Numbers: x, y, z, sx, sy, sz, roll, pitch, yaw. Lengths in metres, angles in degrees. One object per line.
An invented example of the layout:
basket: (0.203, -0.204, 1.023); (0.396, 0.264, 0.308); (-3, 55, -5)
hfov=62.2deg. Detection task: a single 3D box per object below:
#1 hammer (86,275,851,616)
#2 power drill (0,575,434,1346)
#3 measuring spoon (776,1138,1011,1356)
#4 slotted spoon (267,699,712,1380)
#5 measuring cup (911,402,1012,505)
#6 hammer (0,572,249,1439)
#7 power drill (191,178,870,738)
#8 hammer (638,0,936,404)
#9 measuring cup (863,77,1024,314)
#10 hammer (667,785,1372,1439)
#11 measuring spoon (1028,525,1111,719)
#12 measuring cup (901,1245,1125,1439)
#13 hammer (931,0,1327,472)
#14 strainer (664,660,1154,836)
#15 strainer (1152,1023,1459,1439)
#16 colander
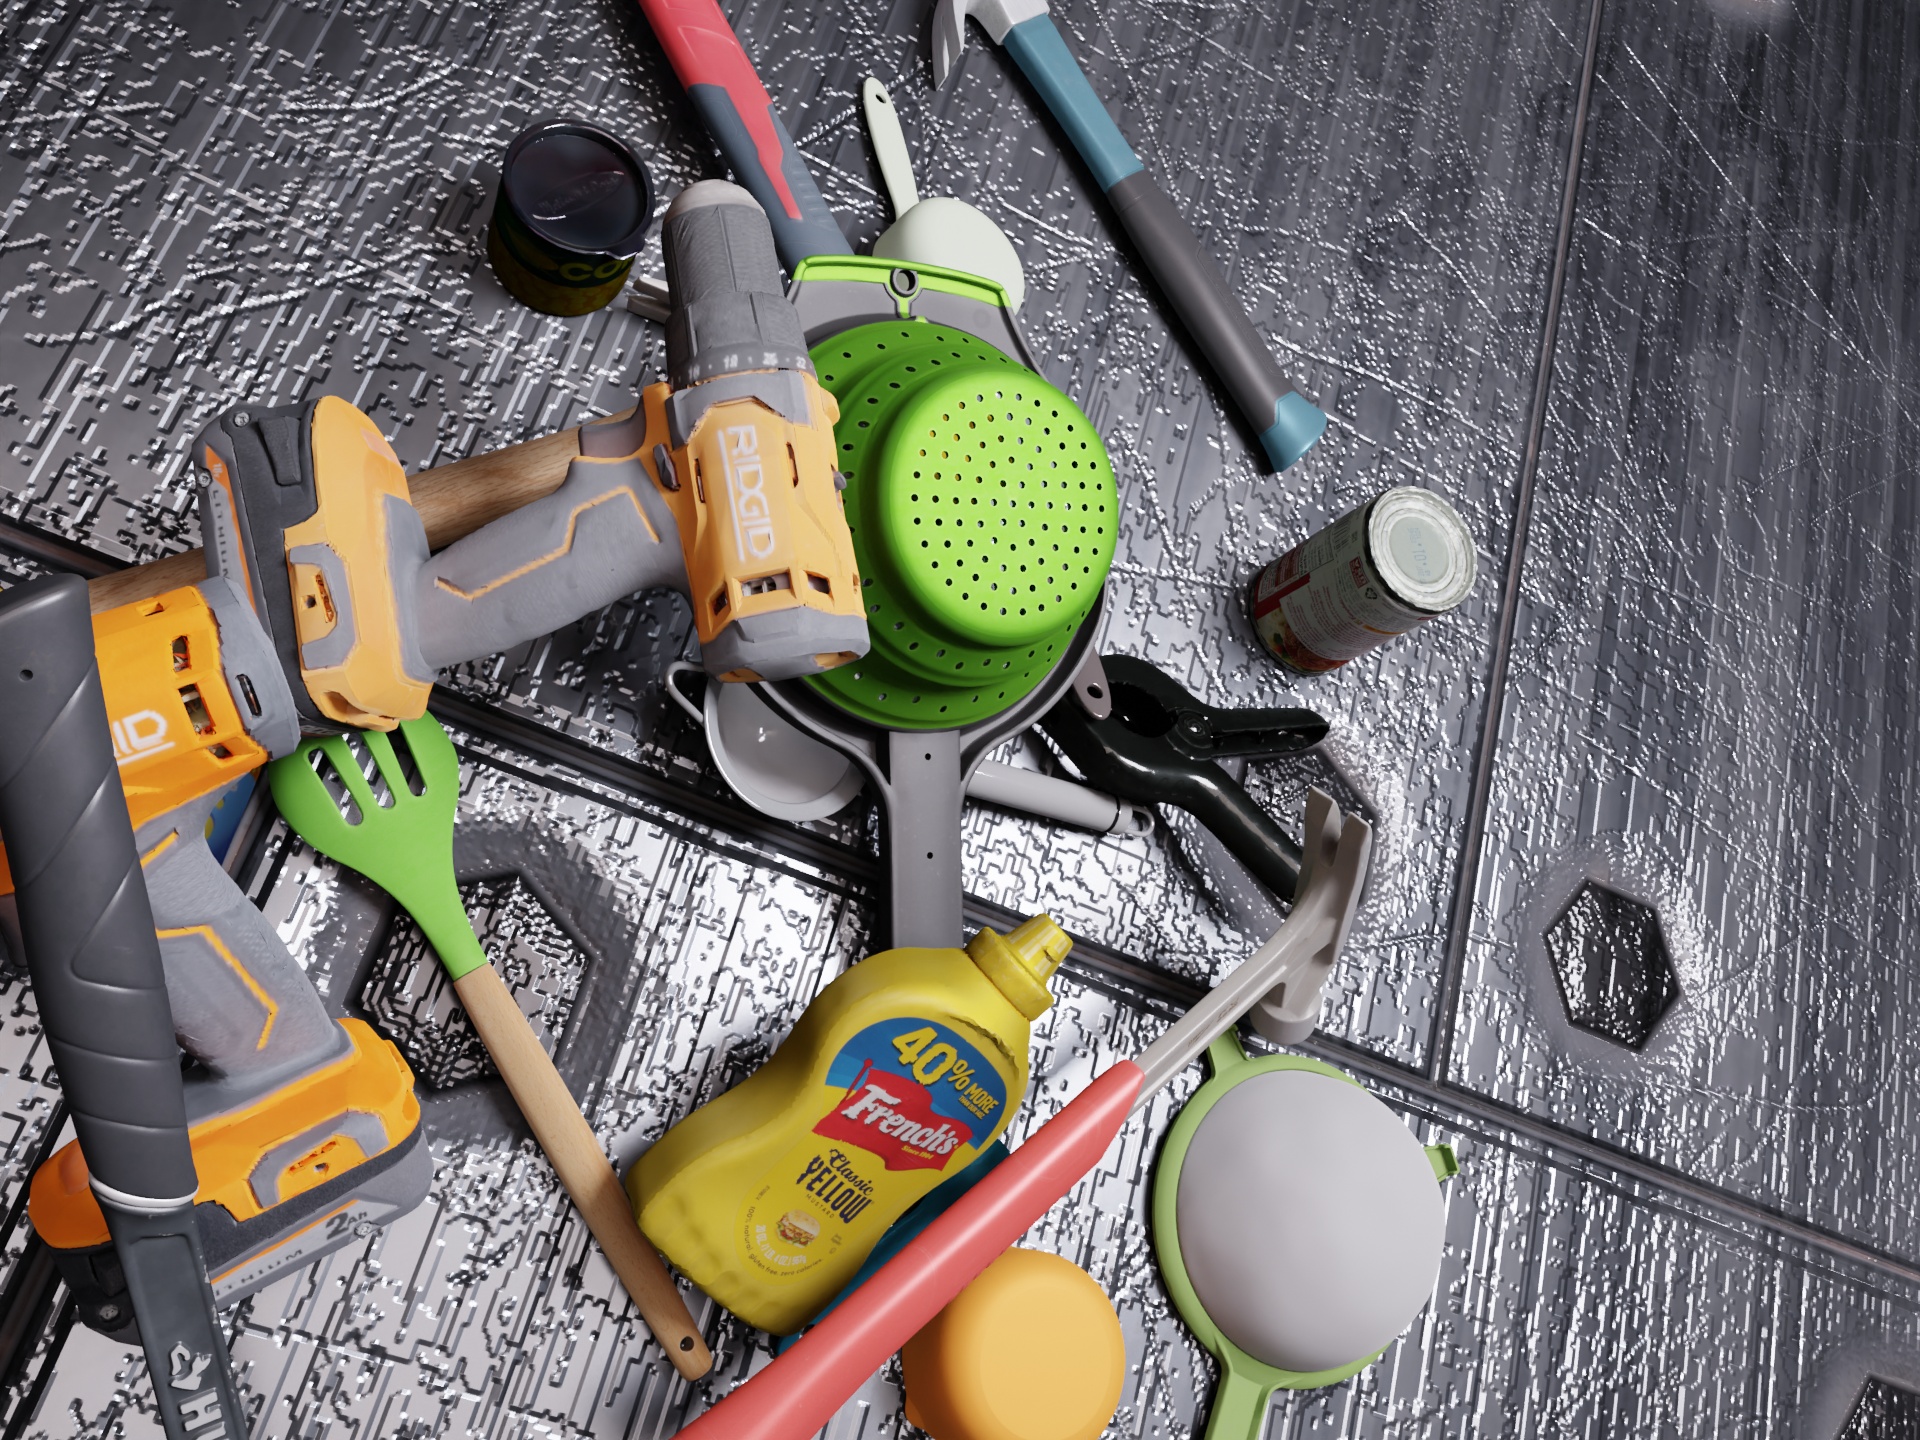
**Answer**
hammer: (-0.206, -0.100, 0.681); (0.331, 0.031, 0.130); (-26, 86, -27)
power drill: (-0.276, 0.083, 0.511); (0.164, 0.084, 0.226); (-23, 118, -28)
measuring spoon: (-0.022, 0.224, 0.663); (0.128, 0.021, 0.042); (-37, 120, -24)
slotted spoon: (-0.179, 0.121, 0.630); (0.070, 0.031, 0.314); (-29, 89, -26)
measuring cup: (-0.029, -0.167, 0.787); (0.062, 0.029, 0.157); (-22, 73, -30)
hammer: (-0.240, 0.158, 0.487); (0.149, 0.036, 0.408); (-14, 110, -30)
power drill: (-0.156, -0.093, 0.588); (0.226, 0.084, 0.185); (-10, 84, 3)
hammer: (-0.122, -0.290, 0.754); (0.143, 0.038, 0.386); (-23, 80, -26)
measuring cup: (-0.015, -0.265, 0.802); (0.083, 0.038, 0.168); (-2, 69, -42)
hammer: (0.035, 0.169, 0.623); (0.359, 0.149, 0.037); (-34, 54, -29)
measuring spoon: (0.055, -0.053, 0.763); (0.034, 0.018, 0.124); (5, 50, -25)
measuring cup: (0.045, 0.301, 0.657); (0.095, 0.052, 0.174); (-26, 84, -28)
hammer: (0.099, -0.283, 0.867); (0.128, 0.033, 0.331); (-33, 89, -29)
strainer: (-0.019, 0.020, 0.722); (0.258, 0.050, 0.087); (16, 67, -24)
strainer: (0.148, 0.270, 0.702); (0.151, 0.069, 0.256); (31, 63, -13)
colander: (-0.001, -0.002, 0.657); (0.204, 0.094, 0.397); (-1, 90, -29)
